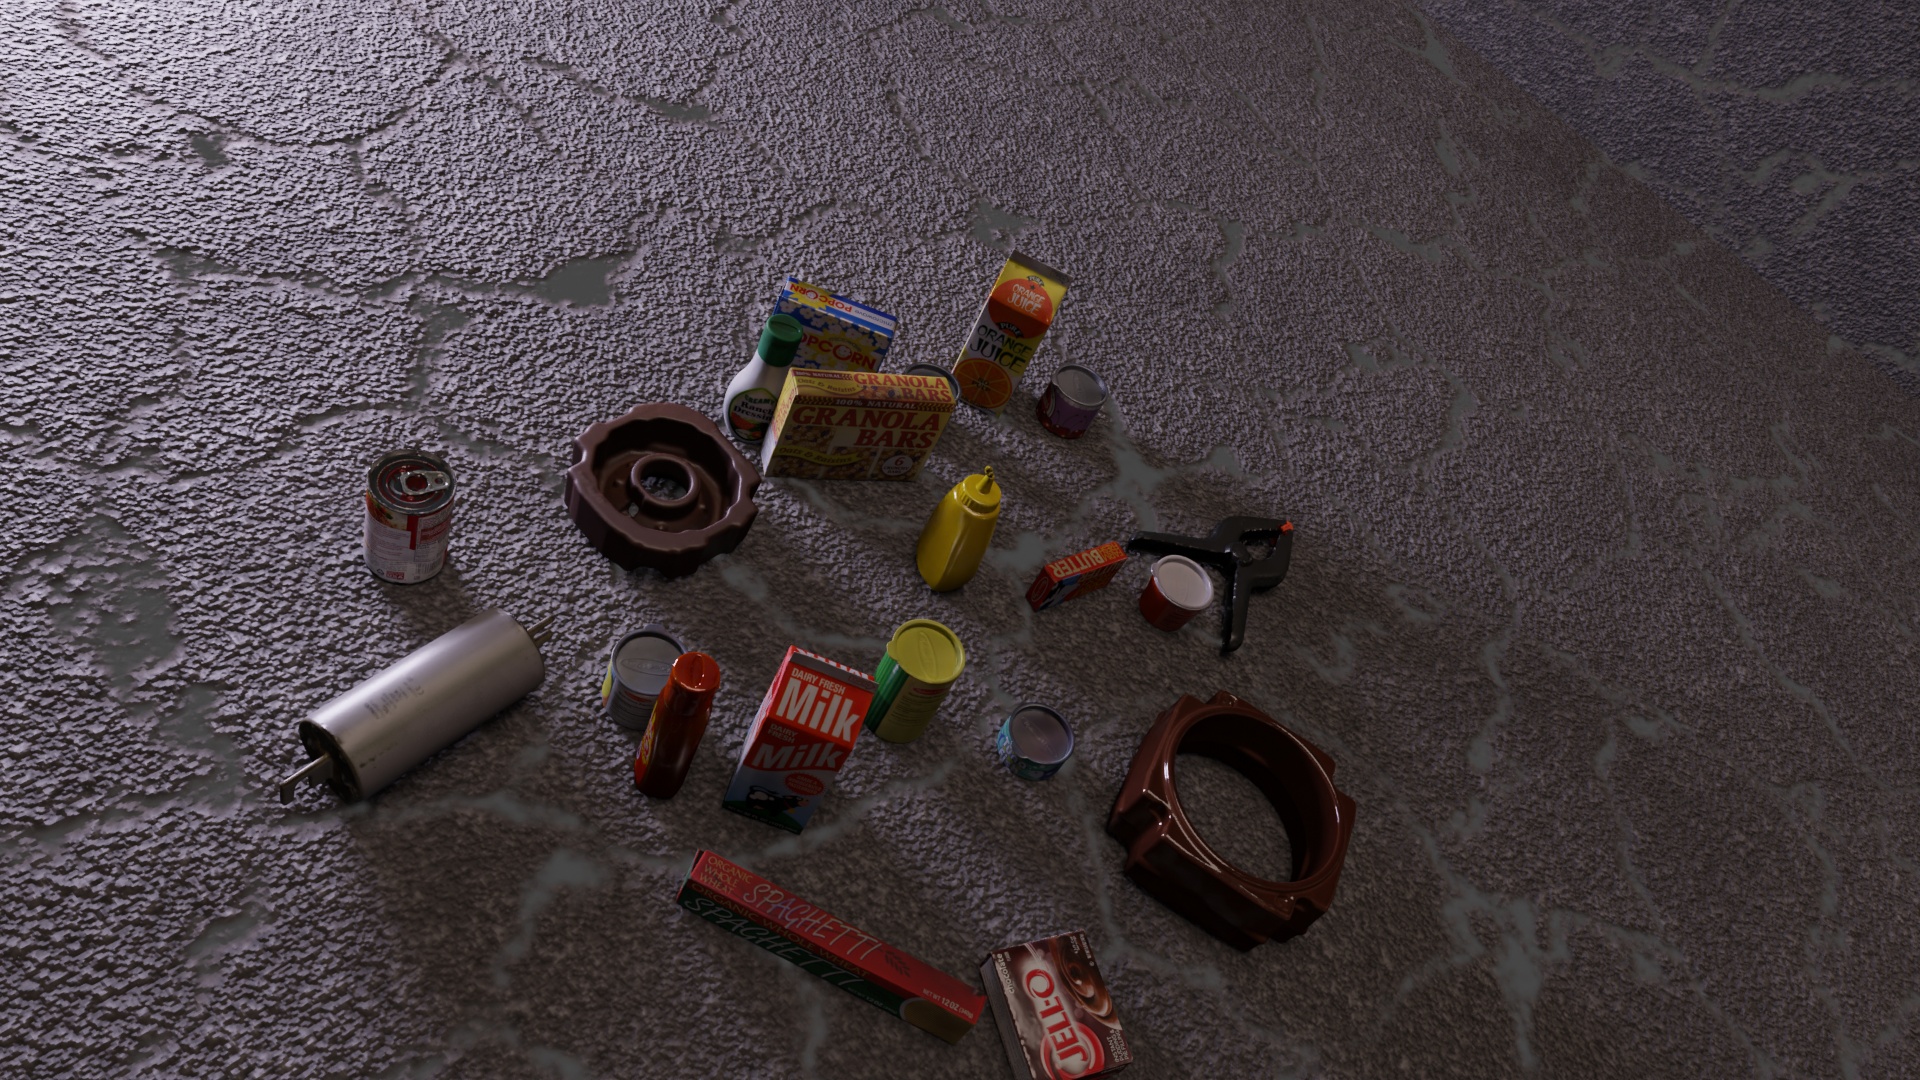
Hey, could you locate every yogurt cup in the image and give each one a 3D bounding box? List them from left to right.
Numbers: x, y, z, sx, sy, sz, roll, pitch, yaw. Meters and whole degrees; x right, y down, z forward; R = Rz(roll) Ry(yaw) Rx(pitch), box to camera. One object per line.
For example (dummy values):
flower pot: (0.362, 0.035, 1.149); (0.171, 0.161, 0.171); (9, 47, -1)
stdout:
yogurt cup: (0.221, 0.057, 1.442); (0.072, 0.053, 0.073); (13, 48, -15)

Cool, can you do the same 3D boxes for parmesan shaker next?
parmesan shaker: (-0.047, 0.125, 1.222); (0.071, 0.102, 0.072); (13, 48, -15)

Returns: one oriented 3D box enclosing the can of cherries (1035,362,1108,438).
can of cherries: (0.124, -0.159, 1.575); (0.071, 0.058, 0.072); (13, 48, -15)

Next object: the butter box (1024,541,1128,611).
butter box: (0.118, 0.036, 1.411); (0.104, 0.052, 0.024); (-18, 62, -36)

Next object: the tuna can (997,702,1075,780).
tuna can: (0.067, 0.186, 1.274); (0.071, 0.032, 0.071); (13, 48, -15)

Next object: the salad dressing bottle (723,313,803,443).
salad dressing bottle: (-0.191, -0.158, 1.361); (0.064, 0.146, 0.044); (16, 47, -13)

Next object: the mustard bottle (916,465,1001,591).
mustard bottle: (0.005, -0.017, 1.327); (0.049, 0.159, 0.065); (-9, 57, -31)

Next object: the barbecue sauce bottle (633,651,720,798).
barbecue sauce bottle: (-0.222, 0.142, 1.092); (0.044, 0.147, 0.065); (13, 48, -16)

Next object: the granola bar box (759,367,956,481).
granola bar box: (-0.104, -0.113, 1.381); (0.166, 0.123, 0.039); (1, 53, -25)

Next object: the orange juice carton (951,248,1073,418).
orange juice carton: (0.053, -0.230, 1.508); (0.072, 0.191, 0.073); (26, 46, -3)

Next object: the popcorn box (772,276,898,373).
popcorn box: (-0.140, -0.219, 1.480); (0.127, 0.084, 0.038); (20, 47, -10)

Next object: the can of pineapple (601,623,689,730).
can of pineapple: (-0.261, 0.115, 1.159); (0.071, 0.057, 0.071); (13, 48, -15)

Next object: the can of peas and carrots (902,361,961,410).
can of peas and carrots: (-0.039, -0.146, 1.486); (0.071, 0.058, 0.071); (13, 48, -15)

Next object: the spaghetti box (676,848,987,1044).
spaghetti box: (-0.101, 0.314, 1.072); (0.250, 0.050, 0.029); (28, 46, -2)

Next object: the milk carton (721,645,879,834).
milk carton: (-0.125, 0.151, 1.102); (0.072, 0.189, 0.074); (22, 46, -8)
